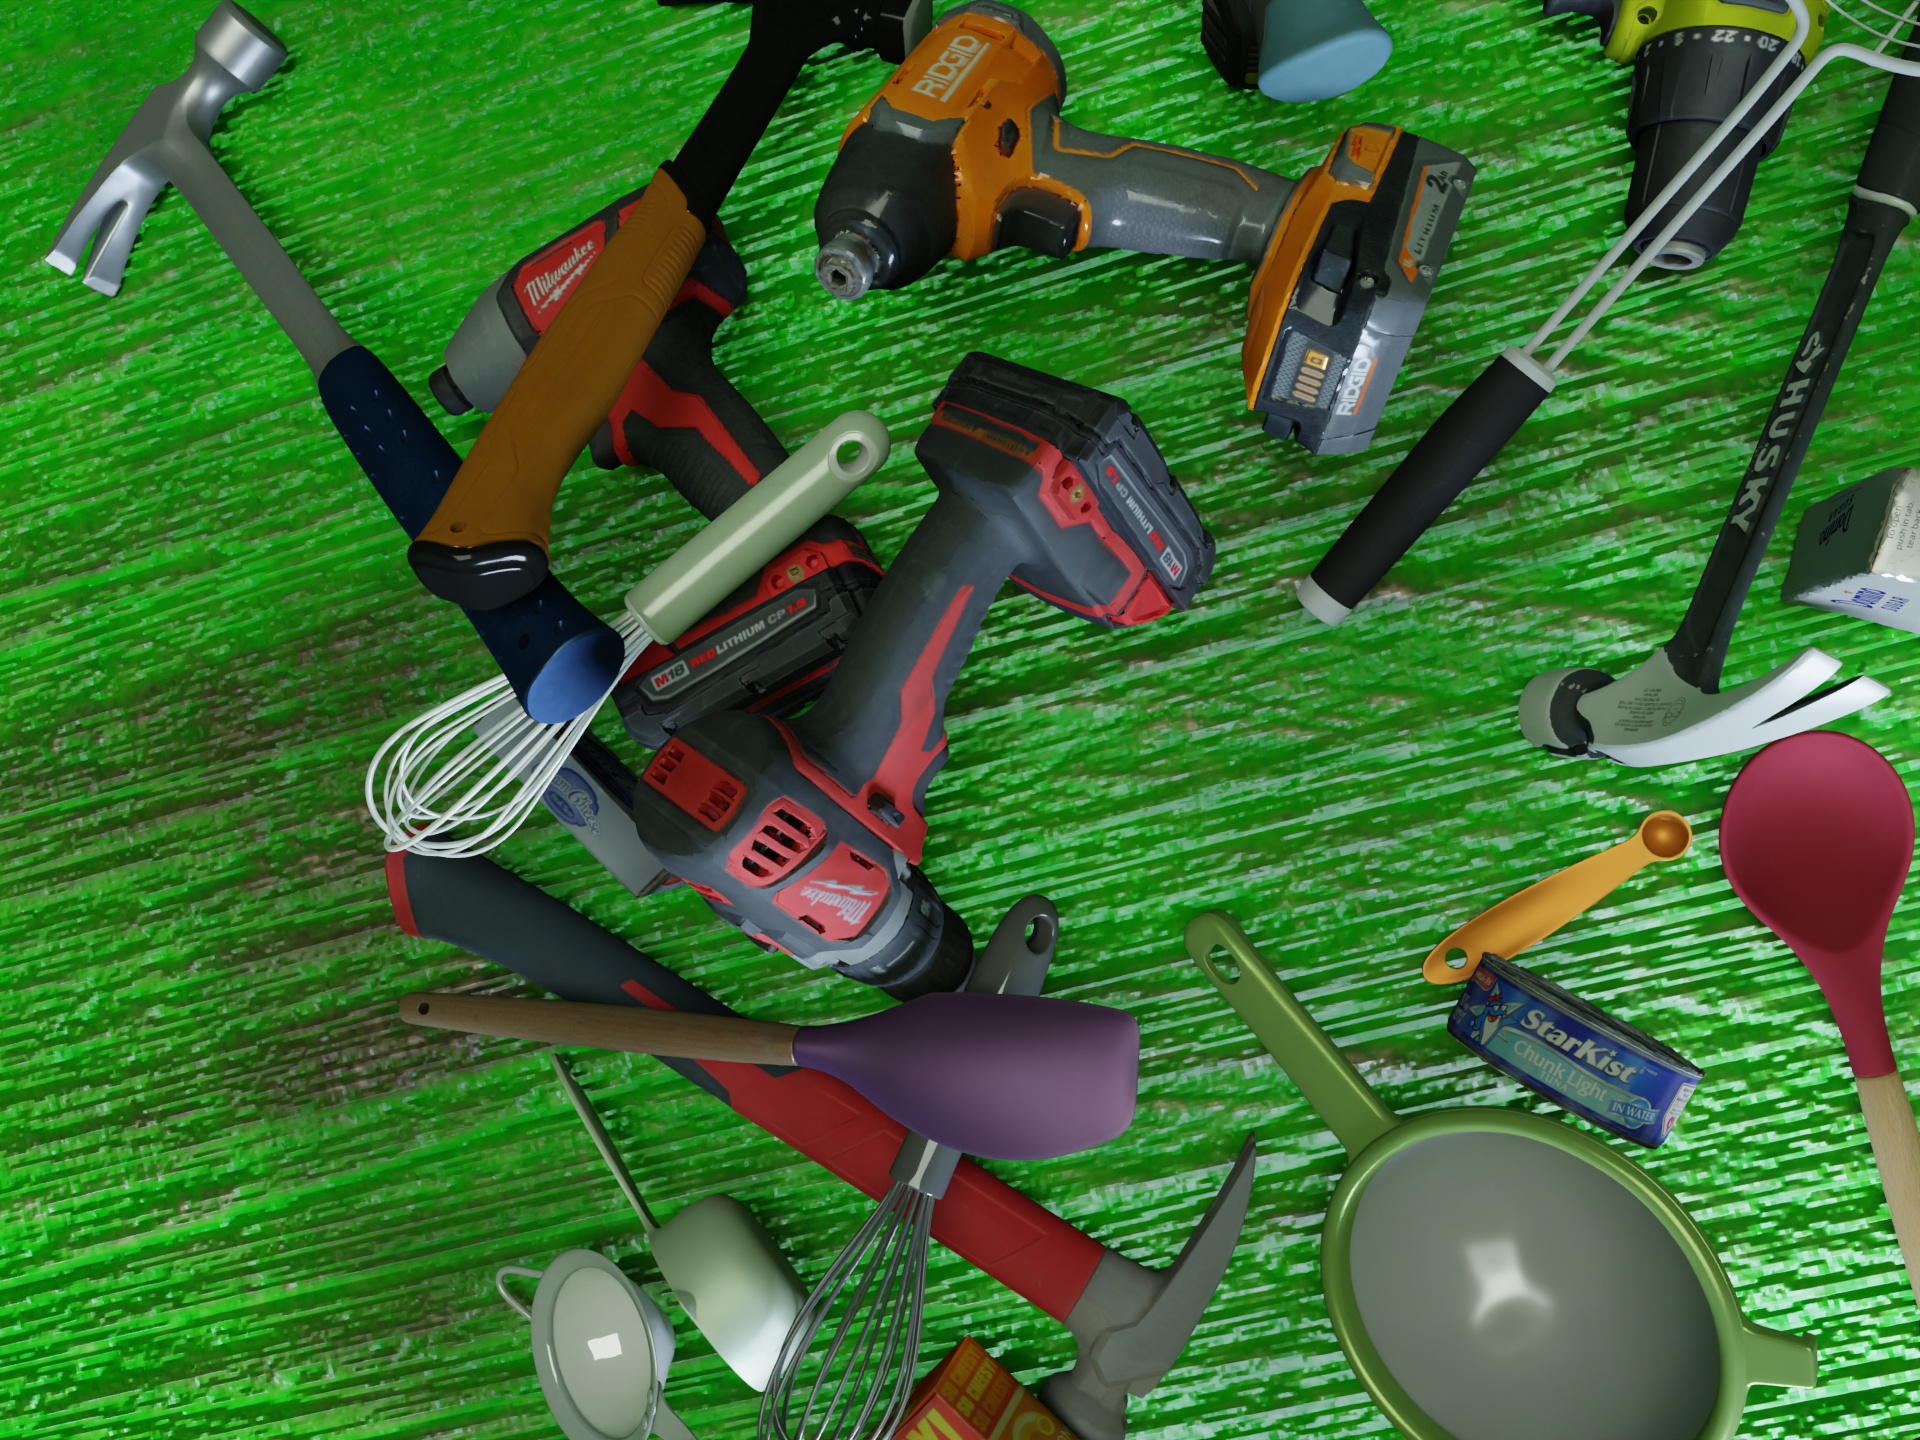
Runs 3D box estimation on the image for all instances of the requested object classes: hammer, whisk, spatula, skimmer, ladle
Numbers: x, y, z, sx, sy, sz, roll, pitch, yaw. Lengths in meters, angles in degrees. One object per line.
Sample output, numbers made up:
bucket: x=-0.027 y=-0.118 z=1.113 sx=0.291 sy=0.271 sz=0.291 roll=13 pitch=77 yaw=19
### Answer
hammer: x=-0.122 y=-0.183 z=0.601 sx=0.127 sy=0.034 sz=0.337 roll=15 pitch=60 yaw=10
hammer: x=0.326 y=-0.171 z=0.569 sx=0.036 sy=0.149 sz=0.409 roll=25 pitch=86 yaw=-11
hammer: x=-0.070 y=0.139 z=0.662 sx=0.386 sy=0.038 sz=0.143 roll=30 pitch=92 yaw=9
whisk: x=-0.013 y=0.177 z=0.607 sx=0.055 sy=0.055 sz=0.239 roll=22 pitch=79 yaw=10
hammer: x=0.078 y=-0.357 z=0.586 sx=0.128 sy=0.033 sz=0.331 roll=-31 pitch=64 yaw=31
whisk: x=-0.124 y=-0.033 z=0.597 sx=0.246 sy=0.059 sz=0.057 roll=-39 pitch=114 yaw=2
spatula: x=-0.086 y=0.127 z=0.619 sx=0.316 sy=0.018 sz=0.060 roll=2 pitch=77 yaw=20
skimmer: x=0.240 y=-0.166 z=0.542 sx=0.127 sy=0.090 sz=0.363 roll=38 pitch=113 yaw=-1
ladle: x=0.352 y=0.157 z=0.595 sx=0.069 sy=0.031 sz=0.315 roll=-15 pitch=88 yaw=12
hammer: x=-0.255 y=-0.142 z=0.640 sx=0.144 sy=0.035 sz=0.406 roll=-46 pitch=61 yaw=8

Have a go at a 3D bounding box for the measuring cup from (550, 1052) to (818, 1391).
measuring cup: x=-0.116 y=0.196 z=0.661 sx=0.038 sy=0.083 sz=0.168 roll=-36 pitch=67 yaw=-10

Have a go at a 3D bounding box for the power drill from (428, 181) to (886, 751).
power drill: x=-0.126 y=-0.102 z=0.662 sx=0.143 sy=0.078 sz=0.220 roll=-28 pitch=81 yaw=8

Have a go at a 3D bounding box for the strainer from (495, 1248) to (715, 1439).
strainer: x=-0.103 y=0.285 z=0.618 sx=0.259 sy=0.050 sz=0.087 roll=28 pitch=109 yaw=44

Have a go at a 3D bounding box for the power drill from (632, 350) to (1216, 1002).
power drill: x=-0.001 y=-0.002 z=0.605 sx=0.080 sy=0.187 sz=0.227 roll=29 pitch=79 yaw=39

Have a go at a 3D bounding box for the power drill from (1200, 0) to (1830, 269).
power drill: x=0.213 y=-0.285 z=0.607 sx=0.228 sy=0.080 sz=0.190 roll=14 pitch=91 yaw=7

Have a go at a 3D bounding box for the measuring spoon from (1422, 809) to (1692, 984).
measuring spoon: x=0.234 y=0.071 z=0.628 sx=0.117 sy=0.011 sz=0.021 roll=-34 pitch=83 yaw=11

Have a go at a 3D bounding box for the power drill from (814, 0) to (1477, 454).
power drill: x=0.061 y=-0.182 z=0.595 sx=0.226 sy=0.084 sz=0.164 roll=22 pitch=53 yaw=9

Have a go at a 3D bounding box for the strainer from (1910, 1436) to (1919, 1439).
strainer: x=0.230 y=0.376 z=0.577 sx=0.211 sy=0.095 sz=0.340 roll=41 pitch=93 yaw=5

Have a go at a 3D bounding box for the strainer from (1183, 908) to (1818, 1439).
strainer: x=0.184 y=0.169 z=0.608 sx=0.256 sy=0.069 sz=0.151 roll=51 pitch=124 yaw=21
